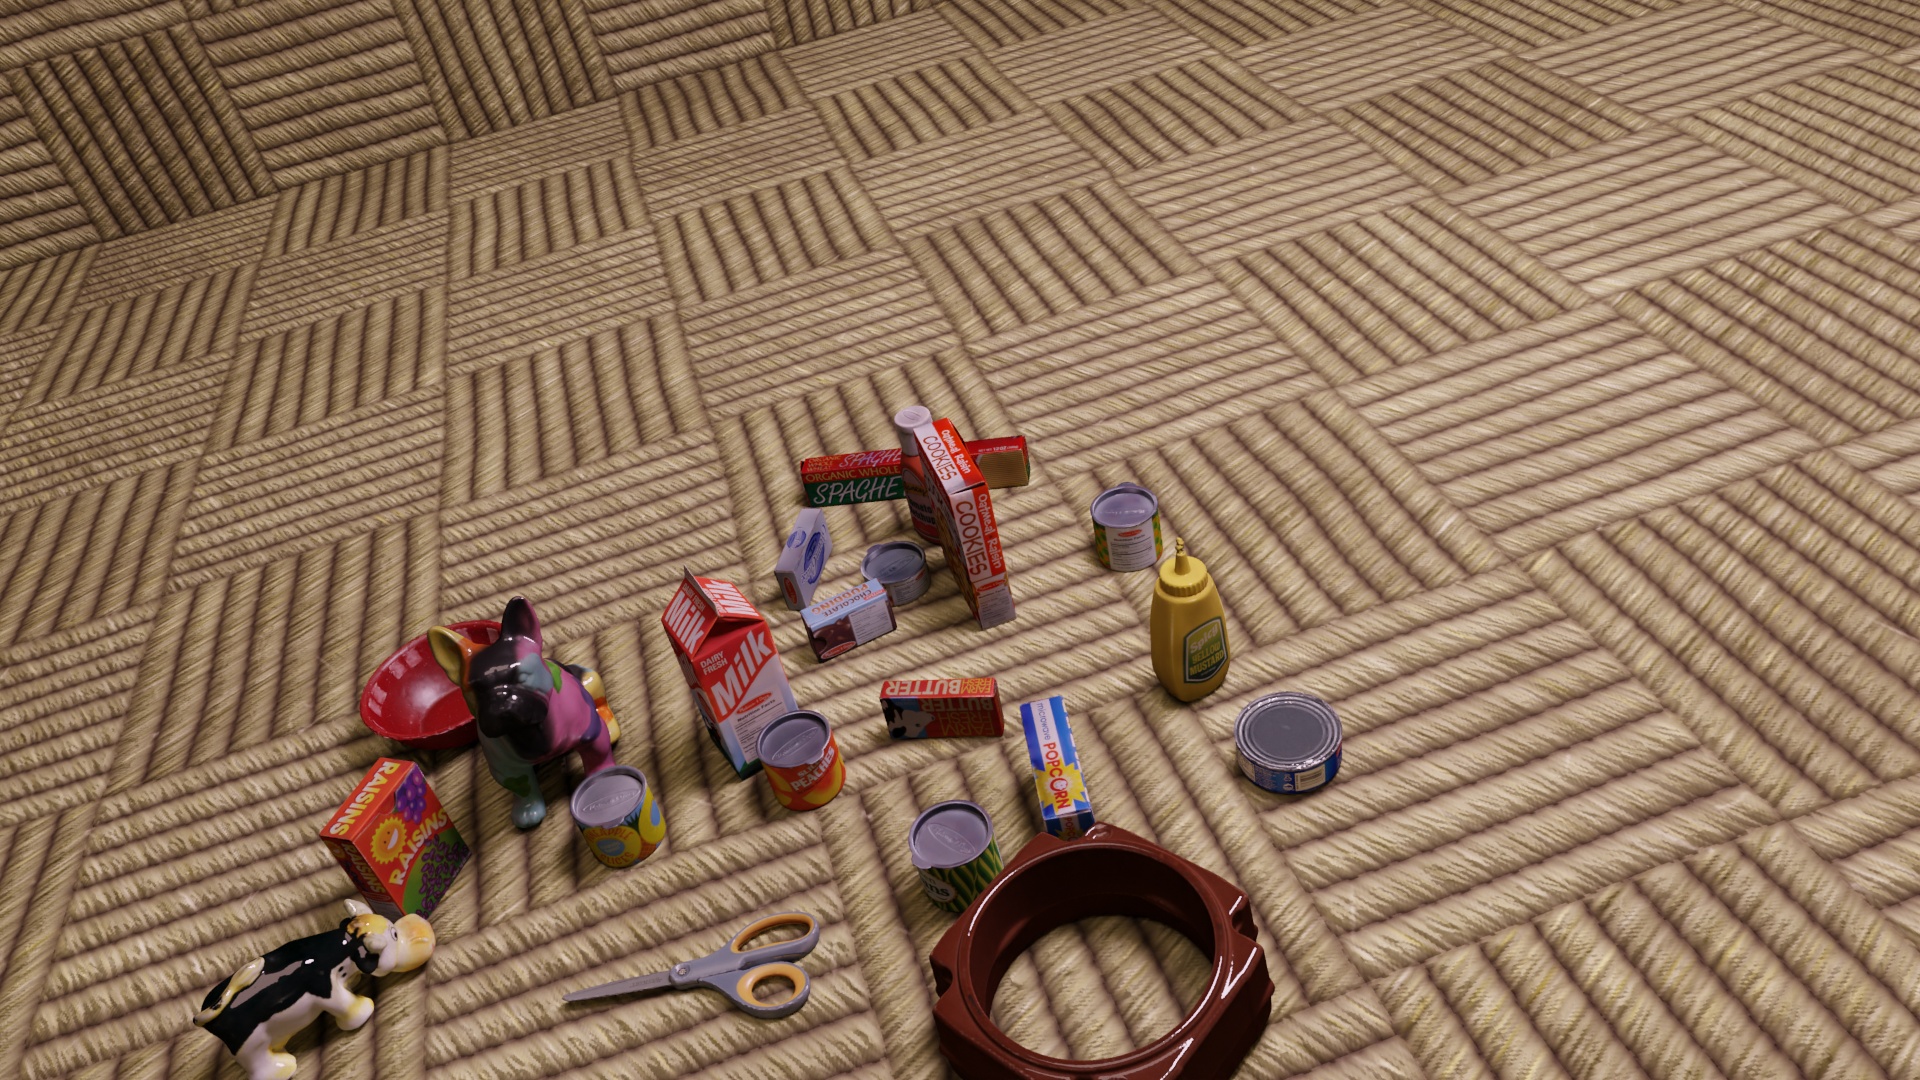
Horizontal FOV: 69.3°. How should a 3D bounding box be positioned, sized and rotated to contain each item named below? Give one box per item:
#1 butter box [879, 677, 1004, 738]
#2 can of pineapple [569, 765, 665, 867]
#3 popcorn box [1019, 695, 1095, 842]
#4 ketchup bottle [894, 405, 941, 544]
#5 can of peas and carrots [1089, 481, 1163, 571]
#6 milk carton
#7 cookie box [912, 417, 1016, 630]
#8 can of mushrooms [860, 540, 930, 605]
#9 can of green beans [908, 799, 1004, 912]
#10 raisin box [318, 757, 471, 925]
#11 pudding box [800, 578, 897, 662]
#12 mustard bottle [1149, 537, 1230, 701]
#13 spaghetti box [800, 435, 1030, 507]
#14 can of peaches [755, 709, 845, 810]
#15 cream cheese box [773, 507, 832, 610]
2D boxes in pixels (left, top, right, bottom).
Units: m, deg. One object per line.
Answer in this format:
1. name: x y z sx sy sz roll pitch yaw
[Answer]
1. butter box: -0.015 0.147 1.215 0.103 0.052 0.024 -3 39 13
2. can of pineapple: -0.291 0.236 1.180 0.071 0.057 0.071 -8 38 7
3. popcorn box: 0.080 0.197 1.098 0.038 0.084 0.127 -13 37 1
4. ketchup bottle: -0.034 -0.067 1.415 0.044 0.148 0.065 -37 43 -28
5. can of peas and carrots: 0.163 -0.013 1.361 0.071 0.058 0.071 -8 38 7
6. milk carton: -0.200 0.108 1.207 0.074 0.189 0.072 -29 40 -19
7. cookie box: 0.005 -0.017 1.324 0.040 0.166 0.123 -19 38 -7
8. can of mushrooms: -0.066 0.032 1.393 0.071 0.033 0.071 -8 38 7
9. can of green beans: -0.003 0.246 1.082 0.071 0.057 0.071 -8 38 7
10. raisin box: -0.468 0.254 1.157 0.040 0.122 0.086 4 41 21
11. pudding box: -0.108 0.077 1.335 0.084 0.049 0.030 -24 39 -14
12. mustard bottle: 0.191 0.064 1.173 0.065 0.159 0.049 -28 40 -18
13. spaghetti box: -0.050 -0.075 1.510 0.250 0.050 0.029 -6 38 10
14. can of peaches: -0.135 0.190 1.192 0.071 0.057 0.071 -8 38 7
15. cream cheese box: -0.160 0.018 1.421 0.024 0.053 0.104 -2 39 15
